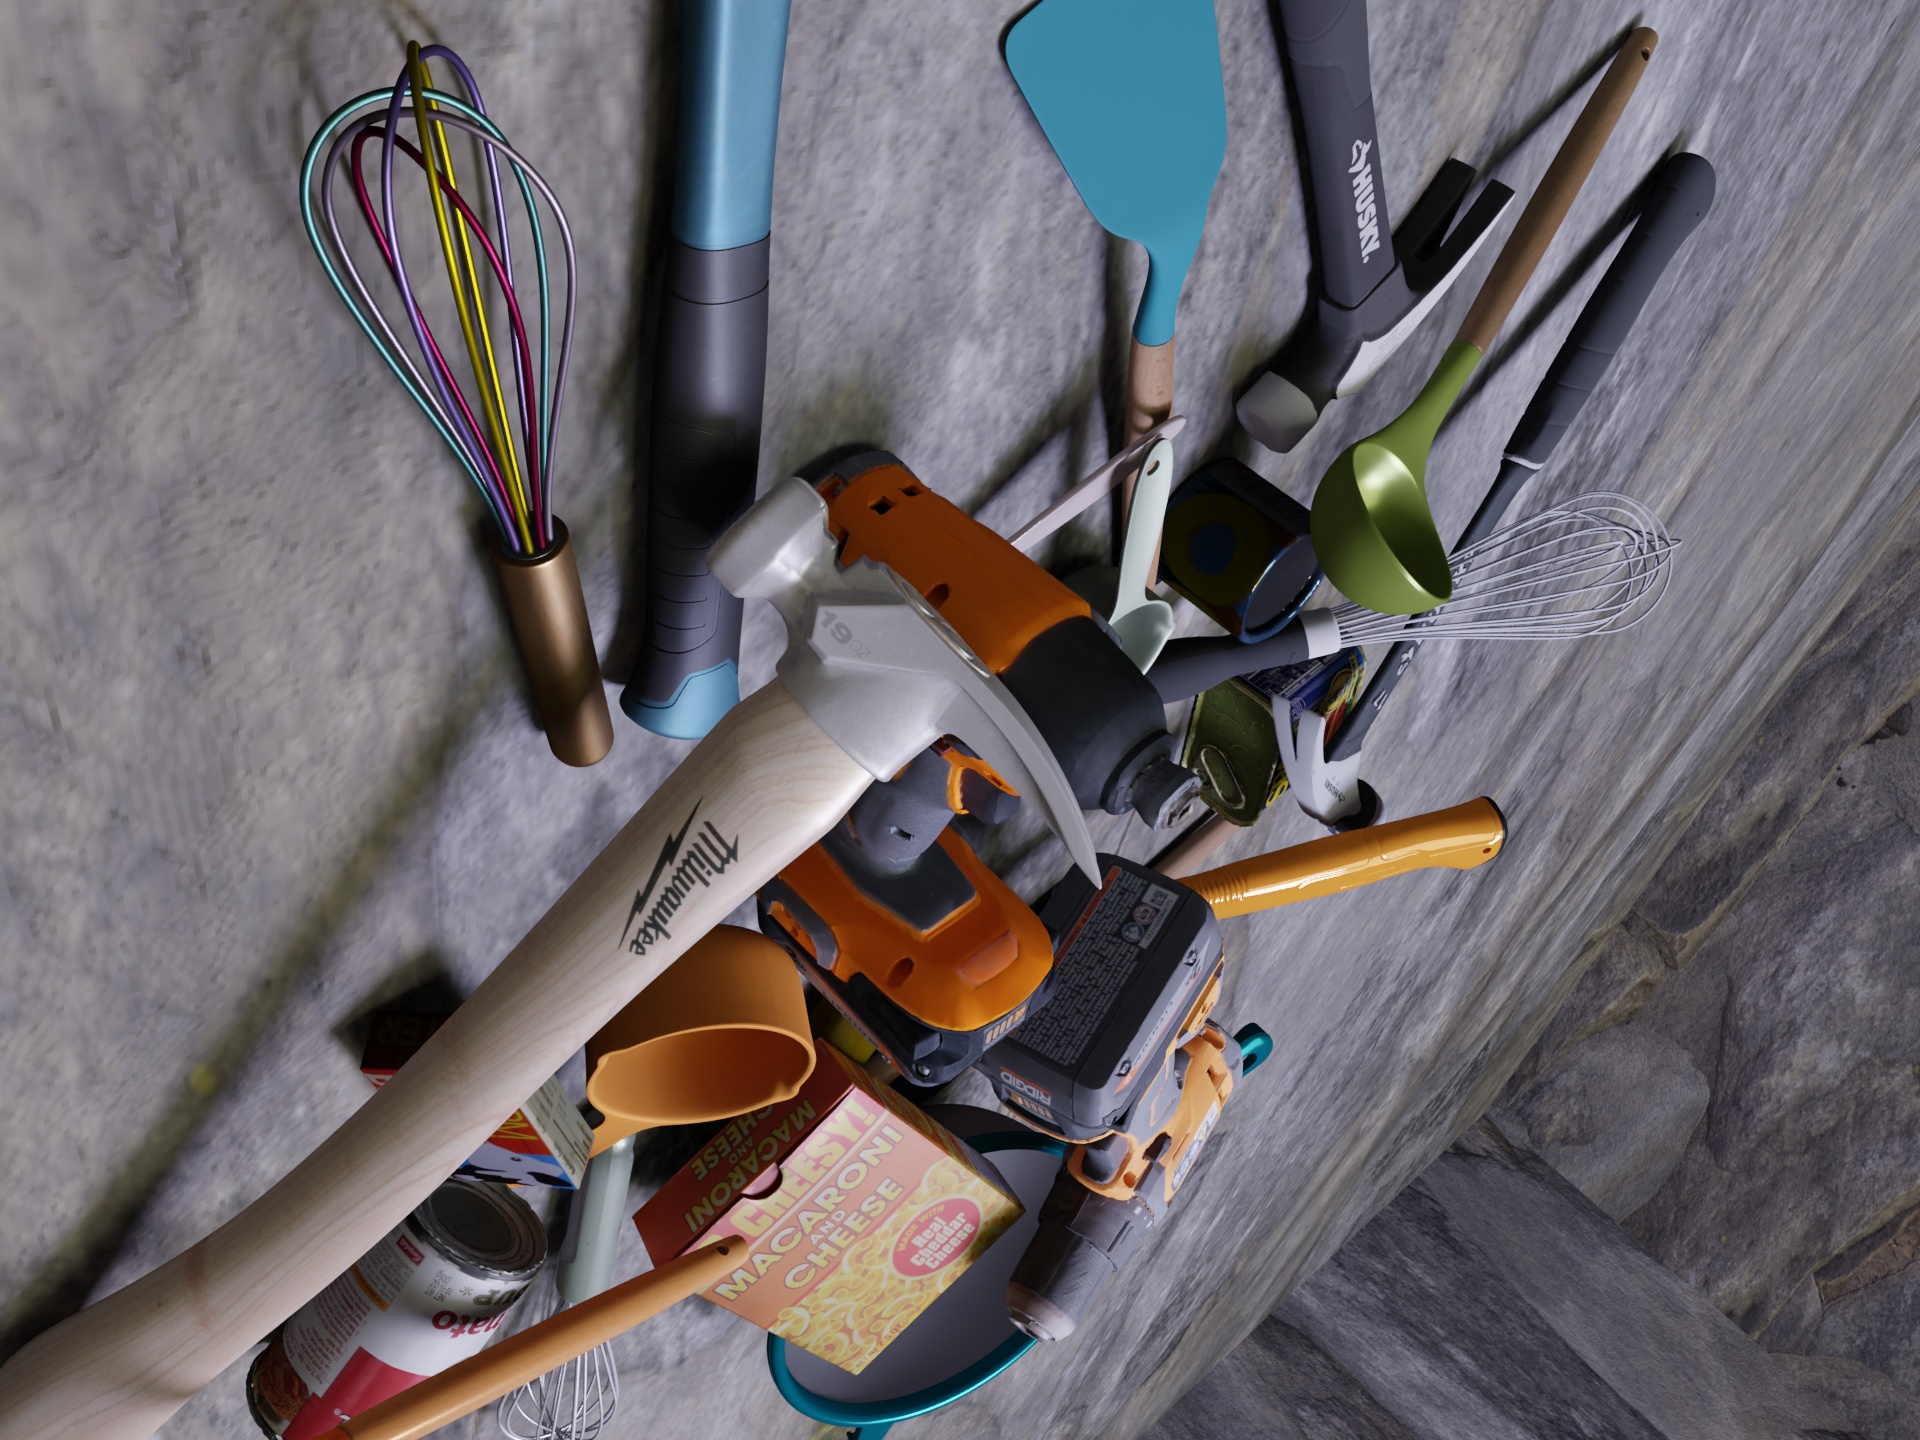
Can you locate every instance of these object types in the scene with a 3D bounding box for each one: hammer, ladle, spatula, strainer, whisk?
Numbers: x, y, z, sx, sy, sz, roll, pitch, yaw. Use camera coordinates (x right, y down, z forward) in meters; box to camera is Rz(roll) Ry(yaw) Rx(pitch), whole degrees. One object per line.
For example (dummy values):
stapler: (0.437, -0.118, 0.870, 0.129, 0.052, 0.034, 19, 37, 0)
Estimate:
hammer: (-0.146, 0.117, 0.491, 0.410, 0.146, 0.038, -42, -172, 10)
hammer: (-0.066, -0.118, 0.425, 0.128, 0.033, 0.330, -26, 145, -34)
ladle: (0.244, -0.185, 0.699, 0.078, 0.062, 0.320, 38, 76, -30)
spatula: (-0.193, 0.244, 0.546, 0.322, 0.081, 0.041, -9, 136, -53)
hammer: (0.136, -0.234, 0.567, 0.146, 0.035, 0.334, -46, 152, -3)
hammer: (0.135, 0.085, 0.831, 0.337, 0.034, 0.127, -12, 140, -13)
strainer: (0.024, 0.260, 0.930, 0.340, 0.095, 0.210, -33, 130, -12)
whisk: (-0.118, -0.060, 0.417, 0.051, 0.047, 0.244, -36, 153, -25)
whisk: (-0.178, 0.267, 0.743, 0.059, 0.058, 0.246, 3, 124, -21)
spatula: (0.076, 0.136, 0.966, 0.316, 0.018, 0.059, -38, 153, -16)
hammer: (0.290, -0.127, 0.854, 0.409, 0.036, 0.149, -58, 145, -3)
whisk: (0.202, -0.050, 0.760, 0.284, 0.070, 0.070, -15, 148, 2)
spatula: (0.066, -0.137, 0.603, 0.082, 0.044, 0.317, -40, 156, -17)

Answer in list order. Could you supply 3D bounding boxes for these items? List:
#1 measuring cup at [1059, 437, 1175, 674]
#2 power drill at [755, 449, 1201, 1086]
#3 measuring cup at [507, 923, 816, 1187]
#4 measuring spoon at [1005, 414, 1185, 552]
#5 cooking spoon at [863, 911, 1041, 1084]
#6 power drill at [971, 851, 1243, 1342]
measuring cup: (0.057, -0.061, 0.658, 0.083, 0.038, 0.167, -33, 152, -28)
power drill: (0.000, 0.034, 0.574, 0.084, 0.164, 0.226, -32, 150, -34)
measuring cup: (-0.134, 0.137, 0.643, 0.173, 0.052, 0.095, -34, 141, 29)
measuring spoon: (0.032, -0.083, 0.606, 0.124, 0.018, 0.034, -36, 164, -2)
cooking spoon: (-0.024, 0.176, 0.872, 0.319, 0.017, 0.068, -34, 138, -25)
power drill: (0.066, 0.191, 0.771, 0.185, 0.084, 0.226, -54, 149, -24)
